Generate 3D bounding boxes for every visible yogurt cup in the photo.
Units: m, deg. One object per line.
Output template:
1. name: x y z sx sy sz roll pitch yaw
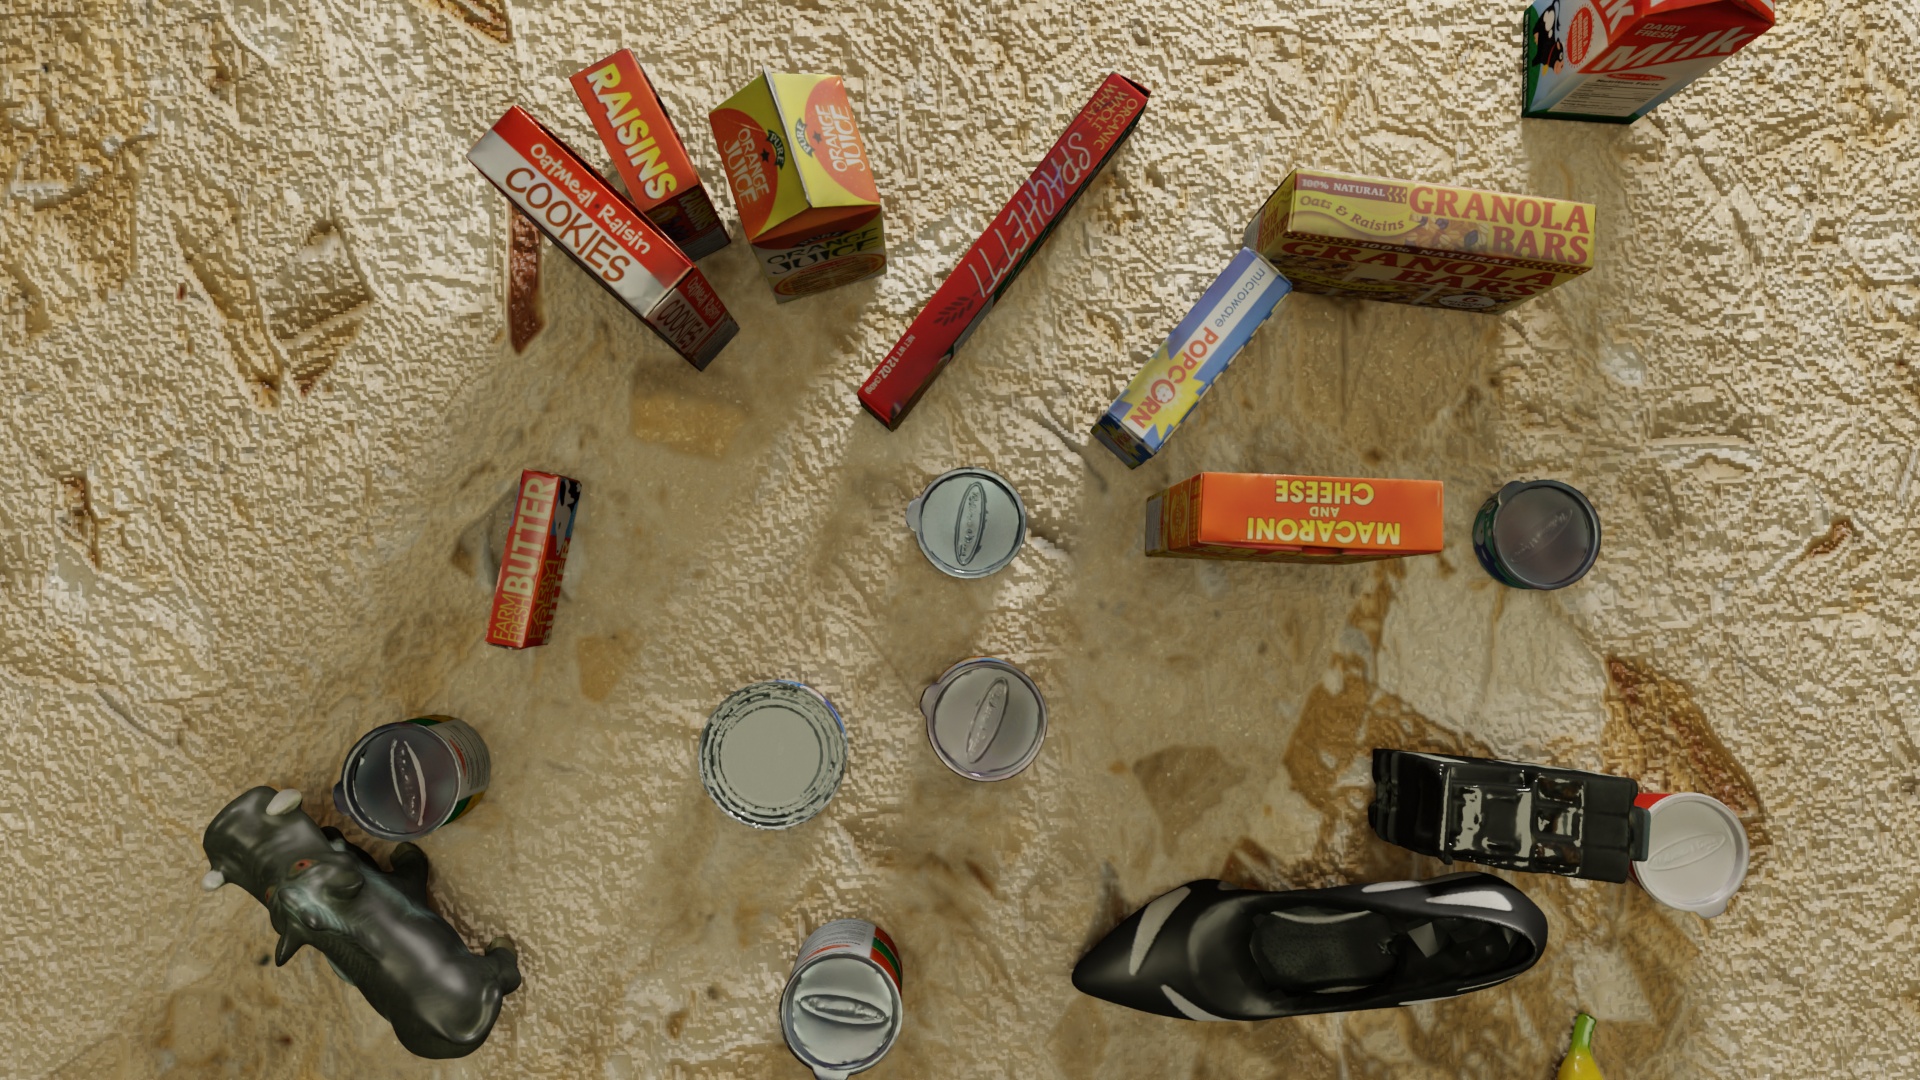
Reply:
1. yogurt cup: 0.417 0.180 0.819 0.072 0.054 0.072 0 87 -2

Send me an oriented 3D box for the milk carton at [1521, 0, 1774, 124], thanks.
1. milk carton: 0.389 -0.301 0.776 0.073 0.190 0.072 3 87 -1

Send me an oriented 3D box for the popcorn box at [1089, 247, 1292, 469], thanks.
1. popcorn box: 0.133 -0.104 0.811 0.038 0.085 0.127 40 87 0

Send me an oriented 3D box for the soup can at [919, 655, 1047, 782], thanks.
1. soup can: 0.011 0.099 0.797 0.071 0.083 0.071 0 87 -2

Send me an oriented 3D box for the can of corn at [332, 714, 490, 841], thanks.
1. can of corn: -0.313 0.136 0.798 0.071 0.058 0.071 0 87 -2

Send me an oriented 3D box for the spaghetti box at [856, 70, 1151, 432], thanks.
1. spaghetti box: 0.026 -0.172 0.829 0.029 0.050 0.250 38 87 0

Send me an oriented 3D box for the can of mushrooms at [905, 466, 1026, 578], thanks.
1. can of mushrooms: 0.003 -0.010 0.827 0.071 0.033 0.071 0 87 -2

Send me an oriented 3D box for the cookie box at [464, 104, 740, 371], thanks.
1. cookie box: -0.188 -0.159 0.763 0.123 0.167 0.040 42 87 1

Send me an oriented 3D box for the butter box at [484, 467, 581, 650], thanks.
1. butter box: -0.248 0.011 0.809 0.024 0.053 0.103 11 87 -1

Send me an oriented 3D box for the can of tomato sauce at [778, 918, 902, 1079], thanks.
1. can of tomato sauce: -0.065 0.258 0.786 0.071 0.083 0.071 0 87 -2

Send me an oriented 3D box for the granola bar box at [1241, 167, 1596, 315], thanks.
1. granola bar box: 0.255 -0.170 0.798 0.166 0.124 0.039 7 87 -1

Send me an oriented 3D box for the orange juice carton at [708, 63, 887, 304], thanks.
1. orange juice carton: -0.085 -0.190 0.755 0.073 0.192 0.072 -17 88 -2

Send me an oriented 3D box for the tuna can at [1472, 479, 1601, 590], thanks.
1. tuna can: 0.345 -0.005 0.838 0.071 0.033 0.071 0 87 -2

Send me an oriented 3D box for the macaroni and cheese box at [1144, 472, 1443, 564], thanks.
1. macaroni and cheese box: 0.176 -0.009 0.766 0.124 0.166 0.040 2 87 -1

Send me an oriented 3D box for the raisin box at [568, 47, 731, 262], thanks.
1. raisin box: -0.173 -0.213 0.789 0.040 0.123 0.086 -27 88 -2
